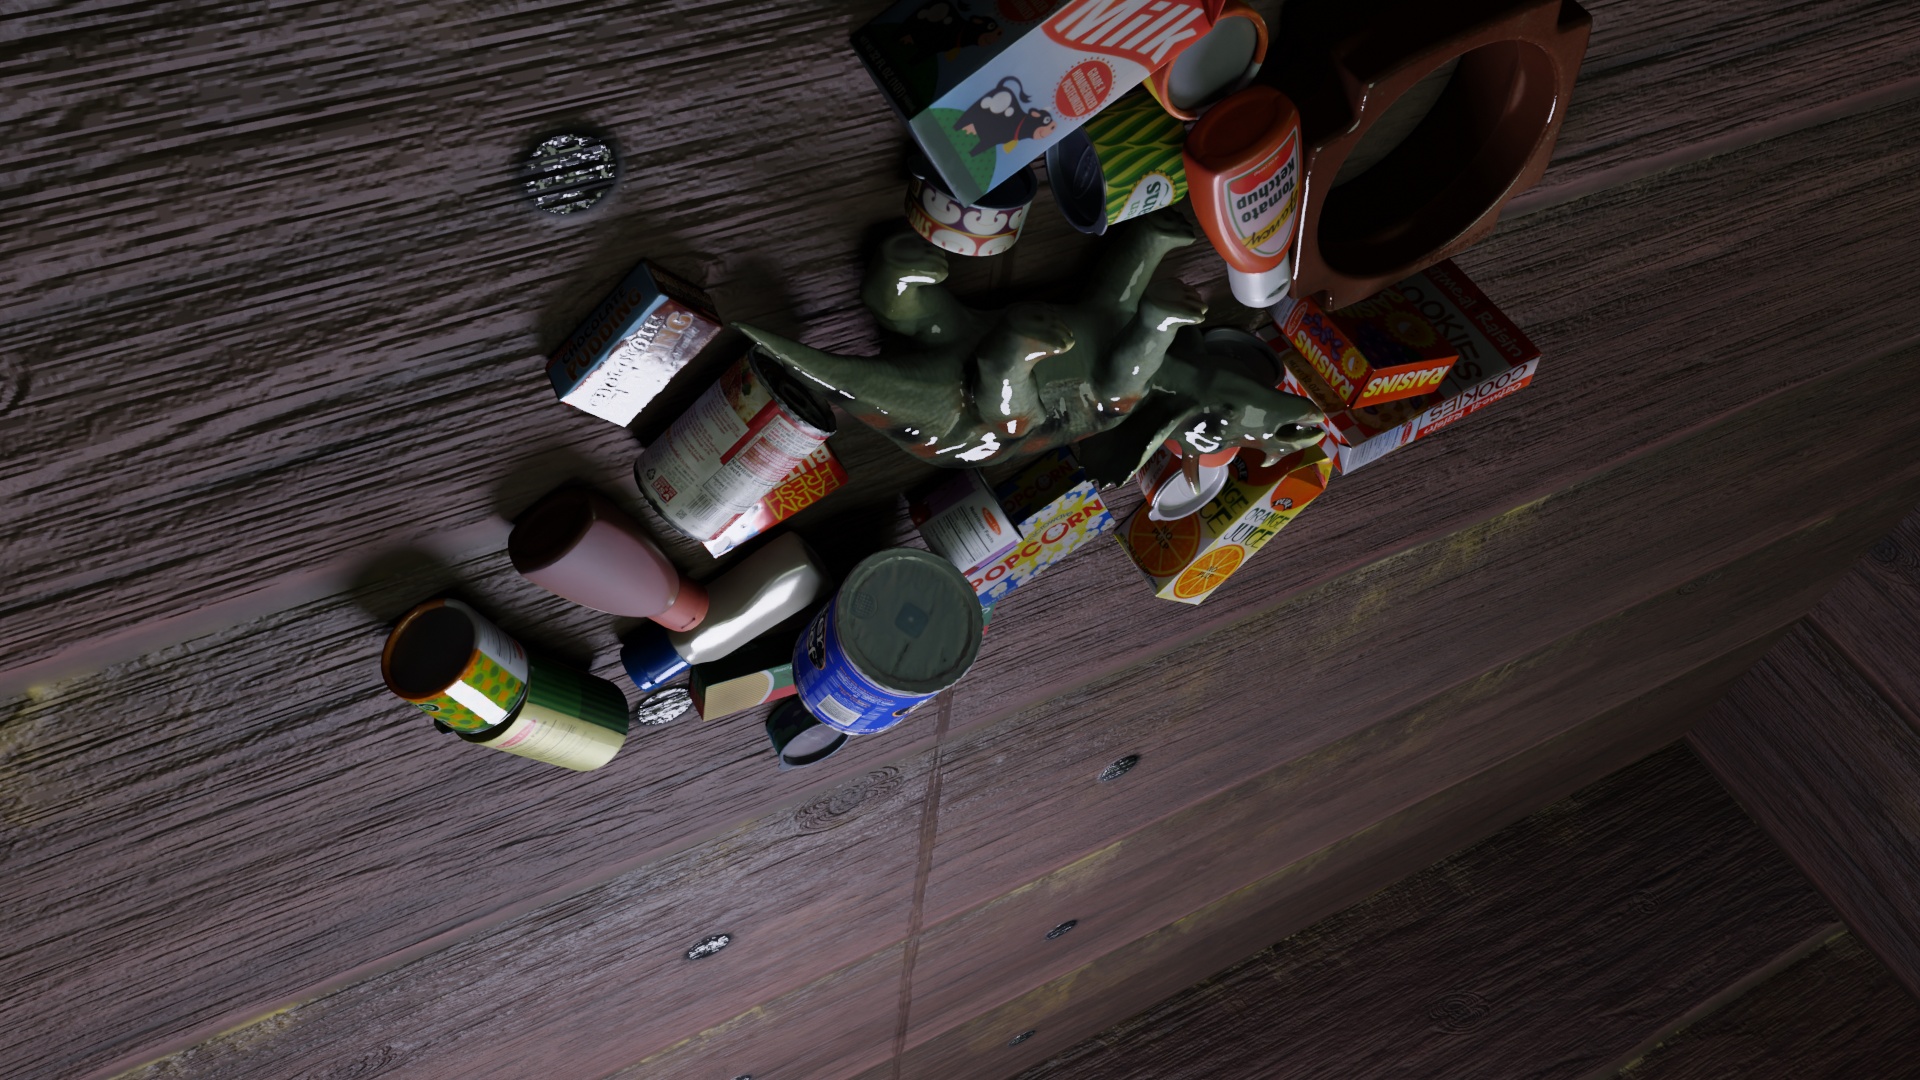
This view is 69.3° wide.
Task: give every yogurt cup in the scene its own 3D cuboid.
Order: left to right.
[{"bbox_3d":[0.165,-0.057,1.076,0.072,0.054,0.072,-23,148,-15],"label":"yogurt cup"}]

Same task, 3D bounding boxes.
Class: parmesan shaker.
[{"bbox_3d":[-0.278,0.112,0.917,0.071,0.071,0.103,-37,150,9],"label":"parmesan shaker"}]

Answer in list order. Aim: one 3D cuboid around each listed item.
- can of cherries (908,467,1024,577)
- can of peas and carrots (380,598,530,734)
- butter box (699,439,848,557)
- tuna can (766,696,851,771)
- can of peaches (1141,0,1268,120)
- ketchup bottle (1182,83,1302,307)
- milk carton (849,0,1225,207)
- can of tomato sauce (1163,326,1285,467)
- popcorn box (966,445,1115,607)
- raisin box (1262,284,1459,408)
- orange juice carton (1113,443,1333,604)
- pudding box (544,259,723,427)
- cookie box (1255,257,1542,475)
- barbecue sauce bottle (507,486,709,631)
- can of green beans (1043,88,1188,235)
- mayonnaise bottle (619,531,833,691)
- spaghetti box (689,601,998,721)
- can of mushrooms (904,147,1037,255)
[{"bbox_3d":[0.004,-0.012,0.989,0.058,0.072,0.071,-34,149,4],"label":"can of cherries"},{"bbox_3d":[-0.307,0.077,0.839,0.071,0.071,0.058,-31,148,-2],"label":"can of peas and carrots"},{"bbox_3d":[-0.126,-0.033,0.883,0.103,0.024,0.053,-30,149,-3],"label":"butter box"},{"bbox_3d":[-0.127,0.157,1.147,0.071,0.033,0.070,-22,148,-15],"label":"tuna can"},{"bbox_3d":[0.118,-0.266,0.730,0.071,0.058,0.071,-23,149,-15],"label":"can of peaches"},{"bbox_3d":[0.164,-0.187,0.786,0.065,0.043,0.148,-38,152,-2],"label":"ketchup bottle"},{"bbox_3d":[0.051,-0.257,0.670,0.190,0.072,0.073,-35,149,6],"label":"milk carton"},{"bbox_3d":[0.188,-0.104,1.016,0.071,0.071,0.082,-11,145,-30],"label":"can of tomato sauce"},{"bbox_3d":[0.048,-0.009,1.057,0.126,0.038,0.085,-34,149,4],"label":"popcorn box"},{"bbox_3d":[0.273,-0.151,0.968,0.086,0.124,0.039,-12,144,-30],"label":"raisin box"},{"bbox_3d":[0.225,-0.037,1.140,0.192,0.072,0.073,-46,147,24],"label":"orange juice carton"},{"bbox_3d":[-0.173,-0.103,0.734,0.083,0.030,0.049,-41,147,16],"label":"pudding box"},{"bbox_3d":[0.322,-0.137,1.032,0.168,0.123,0.040,-25,149,-11],"label":"cookie box"},{"bbox_3d":[-0.210,0.019,0.864,0.065,0.044,0.148,-35,150,7],"label":"barbecue sauce bottle"},{"bbox_3d":[0.087,-0.211,0.773,0.058,0.071,0.071,-21,148,-17],"label":"can of green beans"},{"bbox_3d":[-0.163,0.051,0.956,0.148,0.041,0.064,-31,155,2],"label":"mayonnaise bottle"},{"bbox_3d":[-0.086,0.081,1.079,0.251,0.029,0.049,-15,146,-25],"label":"spaghetti box"},{"bbox_3d":[0.003,-0.184,0.739,0.071,0.071,0.033,-13,146,-28],"label":"can of mushrooms"}]
